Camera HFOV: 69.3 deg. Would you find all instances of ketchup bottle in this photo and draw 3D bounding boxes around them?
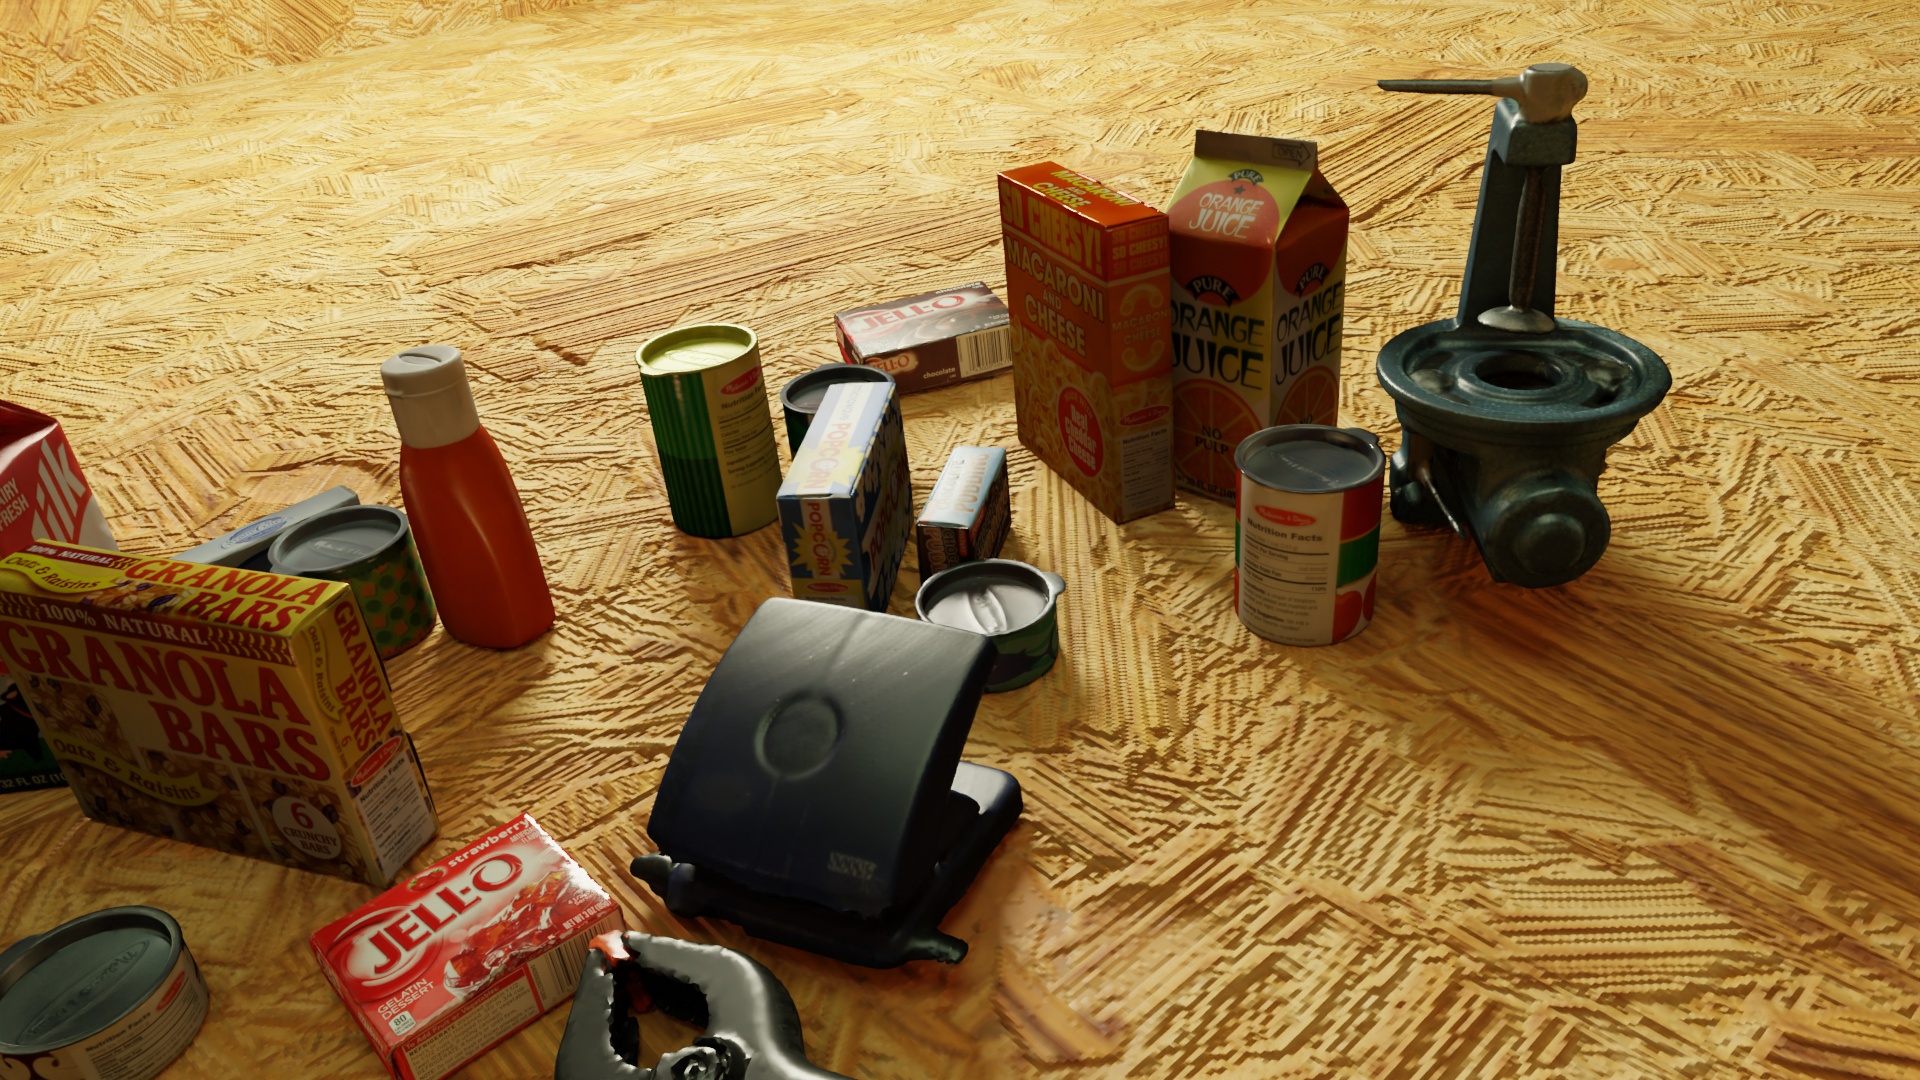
[{"bbox_3d":[-0.243,-0.020,0.675,0.065,0.148,0.044,13,35,28],"label":"ketchup bottle"}]

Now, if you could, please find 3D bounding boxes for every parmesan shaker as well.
[{"bbox_3d":[-0.139,-0.059,0.769,0.071,0.102,0.071,-4,30,3],"label":"parmesan shaker"}]

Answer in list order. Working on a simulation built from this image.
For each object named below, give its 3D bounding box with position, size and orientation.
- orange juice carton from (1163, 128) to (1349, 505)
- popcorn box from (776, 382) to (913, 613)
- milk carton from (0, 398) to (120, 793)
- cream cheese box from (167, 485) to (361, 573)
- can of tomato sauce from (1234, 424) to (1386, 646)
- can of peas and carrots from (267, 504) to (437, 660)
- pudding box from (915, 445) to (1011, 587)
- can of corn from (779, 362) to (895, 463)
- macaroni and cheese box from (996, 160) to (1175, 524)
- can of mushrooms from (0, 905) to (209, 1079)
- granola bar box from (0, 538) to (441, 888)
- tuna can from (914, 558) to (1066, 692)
[{"bbox_3d":[0.153,-0.118,0.733,0.072,0.191,0.073,22,40,39],"label":"orange juice carton"},{"bbox_3d":[-0.055,-0.016,0.700,0.038,0.084,0.127,-1,31,9],"label":"popcorn box"},{"bbox_3d":[-0.424,0.014,0.608,0.072,0.189,0.074,-6,30,0],"label":"milk carton"},{"bbox_3d":[-0.359,0.017,0.726,0.024,0.053,0.104,21,40,38],"label":"cream cheese box"},{"bbox_3d":[0.162,-0.004,0.645,0.071,0.082,0.071,-4,30,3],"label":"can of tomato sauce"},{"bbox_3d":[-0.306,0.024,0.700,0.071,0.058,0.071,-4,30,3],"label":"can of peas and carrots"},{"bbox_3d":[0.003,-0.009,0.713,0.030,0.049,0.084,3,32,14],"label":"pudding box"},{"bbox_3d":[-0.068,-0.064,0.809,0.071,0.058,0.071,-4,30,3],"label":"can of corn"},{"bbox_3d":[0.069,-0.111,0.759,0.040,0.165,0.124,-17,32,-19],"label":"macaroni and cheese box"},{"bbox_3d":[-0.306,0.163,0.489,0.071,0.033,0.071,-4,31,3],"label":"can of mushrooms"},{"bbox_3d":[-0.302,0.068,0.561,0.165,0.123,0.039,6,32,20],"label":"granola bar box"},{"bbox_3d":[0.015,0.039,0.647,0.071,0.032,0.071,-4,31,3],"label":"tuna can"}]
